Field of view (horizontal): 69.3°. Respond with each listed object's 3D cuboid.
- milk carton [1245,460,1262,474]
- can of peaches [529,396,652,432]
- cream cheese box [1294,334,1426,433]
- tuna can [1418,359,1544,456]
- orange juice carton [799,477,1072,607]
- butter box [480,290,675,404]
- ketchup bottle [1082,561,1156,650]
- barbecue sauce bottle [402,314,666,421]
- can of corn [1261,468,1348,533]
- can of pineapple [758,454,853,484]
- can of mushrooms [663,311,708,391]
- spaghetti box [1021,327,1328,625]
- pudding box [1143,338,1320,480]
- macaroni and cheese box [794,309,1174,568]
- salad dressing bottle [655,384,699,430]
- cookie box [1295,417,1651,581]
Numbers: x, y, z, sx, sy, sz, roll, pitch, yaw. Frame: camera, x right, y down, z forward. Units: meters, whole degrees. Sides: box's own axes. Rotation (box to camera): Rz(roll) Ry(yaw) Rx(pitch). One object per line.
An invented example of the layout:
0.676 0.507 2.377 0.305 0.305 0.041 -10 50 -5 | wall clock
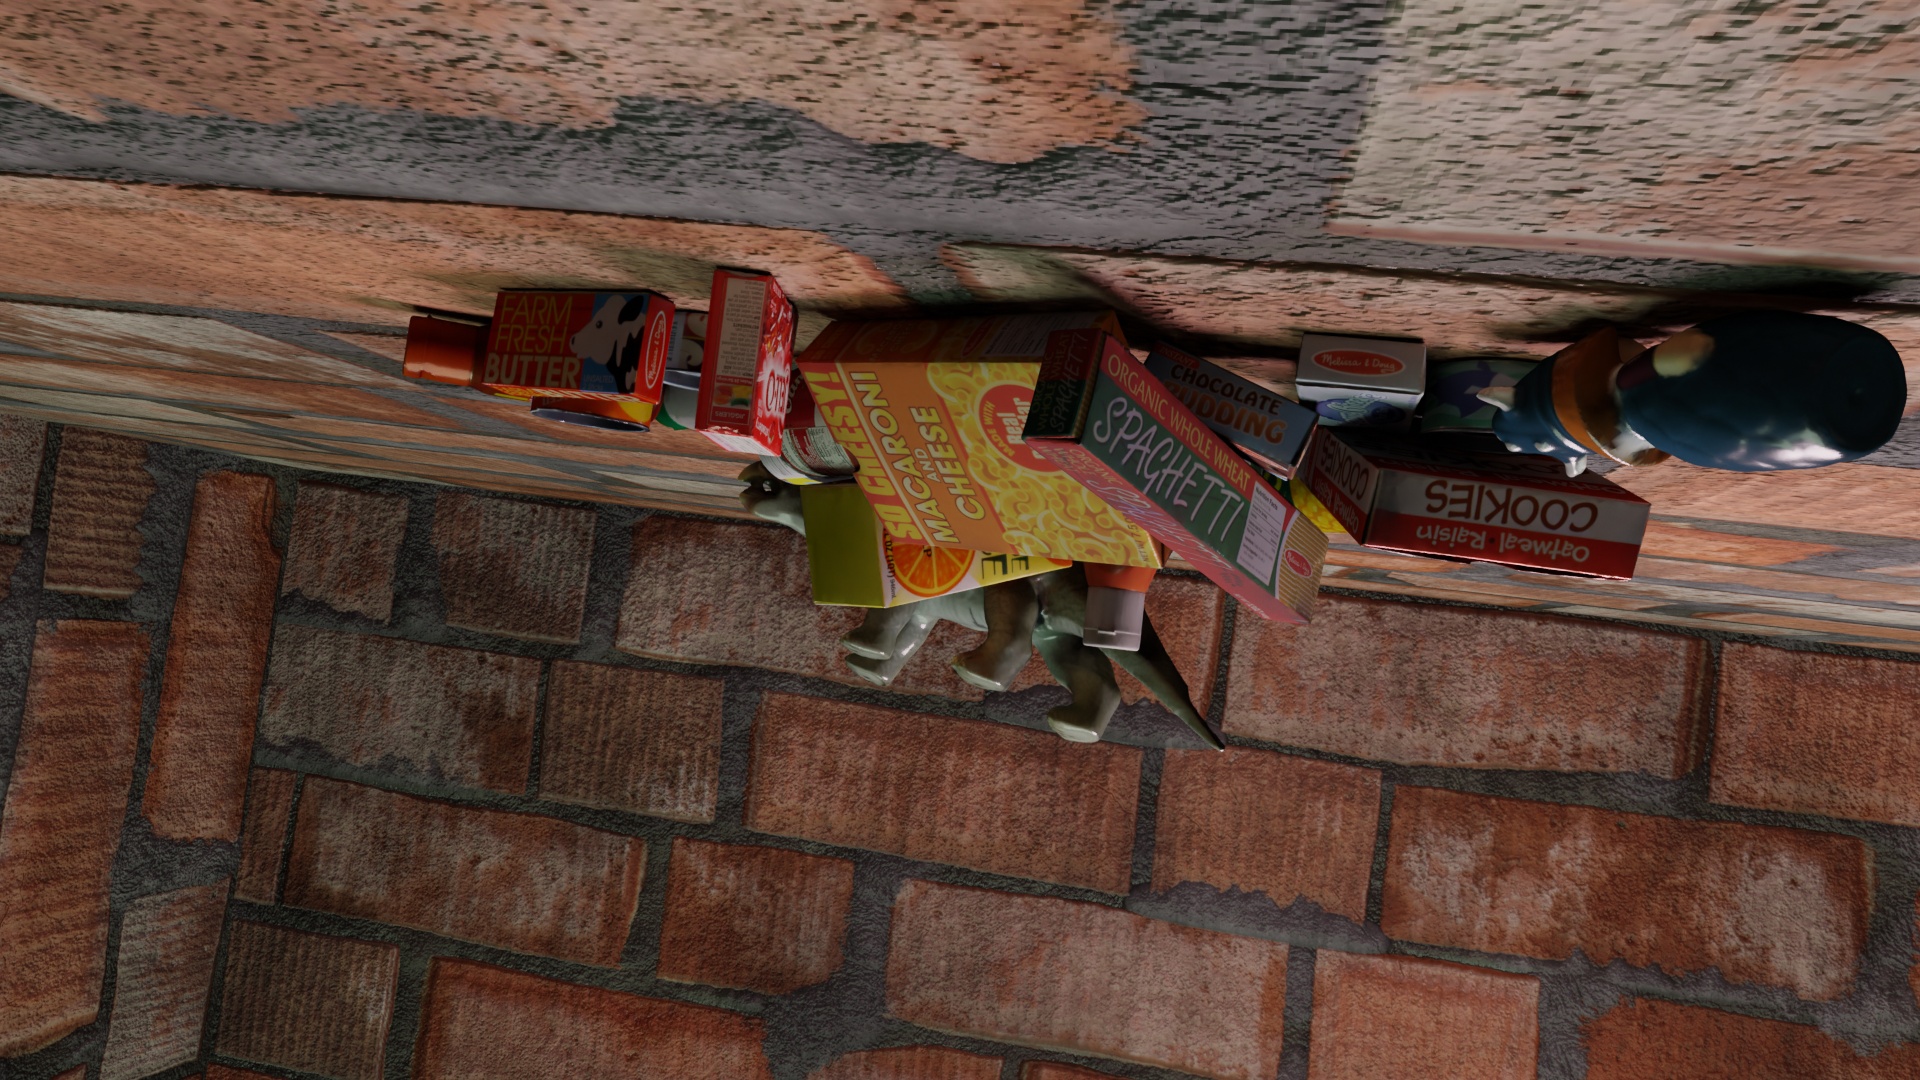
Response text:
0.086 -0.052 0.756 0.072 0.073 0.191 4 175 42 | milk carton
-0.205 -0.095 0.779 0.071 0.058 0.071 8 177 1 | can of peaches
0.183 -0.070 0.638 0.053 0.024 0.104 8 177 15 | cream cheese box
0.244 -0.059 0.625 0.071 0.033 0.071 7 177 0 | tuna can
0.003 -0.011 0.846 0.193 0.071 0.073 -11 -173 -40 | orange juice carton
-0.195 -0.099 0.708 0.103 0.053 0.024 5 174 27 | butter box
0.104 -0.005 0.888 0.065 0.149 0.043 6 175 18 | ketchup bottle
-0.257 -0.105 0.841 0.149 0.044 0.064 9 168 -22 | barbecue sauce bottle
0.213 -0.038 0.814 0.071 0.071 0.058 9 175 -34 | can of corn
-0.095 -0.070 0.917 0.071 0.071 0.058 9 177 -27 | can of pineapple
-0.134 -0.100 0.749 0.071 0.033 0.071 7 176 1 | can of mushrooms
0.107 -0.021 0.630 0.028 0.050 0.250 5 164 38 | spaghetti box
0.125 -0.061 0.654 0.084 0.030 0.049 28 -179 13 | pudding box
0.014 -0.049 0.669 0.166 0.040 0.123 5 135 37 | macaroni and cheese box
-0.160 -0.091 0.878 0.064 0.044 0.147 -10 -174 -28 | salad dressing bottle
0.242 -0.027 0.688 0.123 0.040 0.168 7 -164 0 | cookie box
